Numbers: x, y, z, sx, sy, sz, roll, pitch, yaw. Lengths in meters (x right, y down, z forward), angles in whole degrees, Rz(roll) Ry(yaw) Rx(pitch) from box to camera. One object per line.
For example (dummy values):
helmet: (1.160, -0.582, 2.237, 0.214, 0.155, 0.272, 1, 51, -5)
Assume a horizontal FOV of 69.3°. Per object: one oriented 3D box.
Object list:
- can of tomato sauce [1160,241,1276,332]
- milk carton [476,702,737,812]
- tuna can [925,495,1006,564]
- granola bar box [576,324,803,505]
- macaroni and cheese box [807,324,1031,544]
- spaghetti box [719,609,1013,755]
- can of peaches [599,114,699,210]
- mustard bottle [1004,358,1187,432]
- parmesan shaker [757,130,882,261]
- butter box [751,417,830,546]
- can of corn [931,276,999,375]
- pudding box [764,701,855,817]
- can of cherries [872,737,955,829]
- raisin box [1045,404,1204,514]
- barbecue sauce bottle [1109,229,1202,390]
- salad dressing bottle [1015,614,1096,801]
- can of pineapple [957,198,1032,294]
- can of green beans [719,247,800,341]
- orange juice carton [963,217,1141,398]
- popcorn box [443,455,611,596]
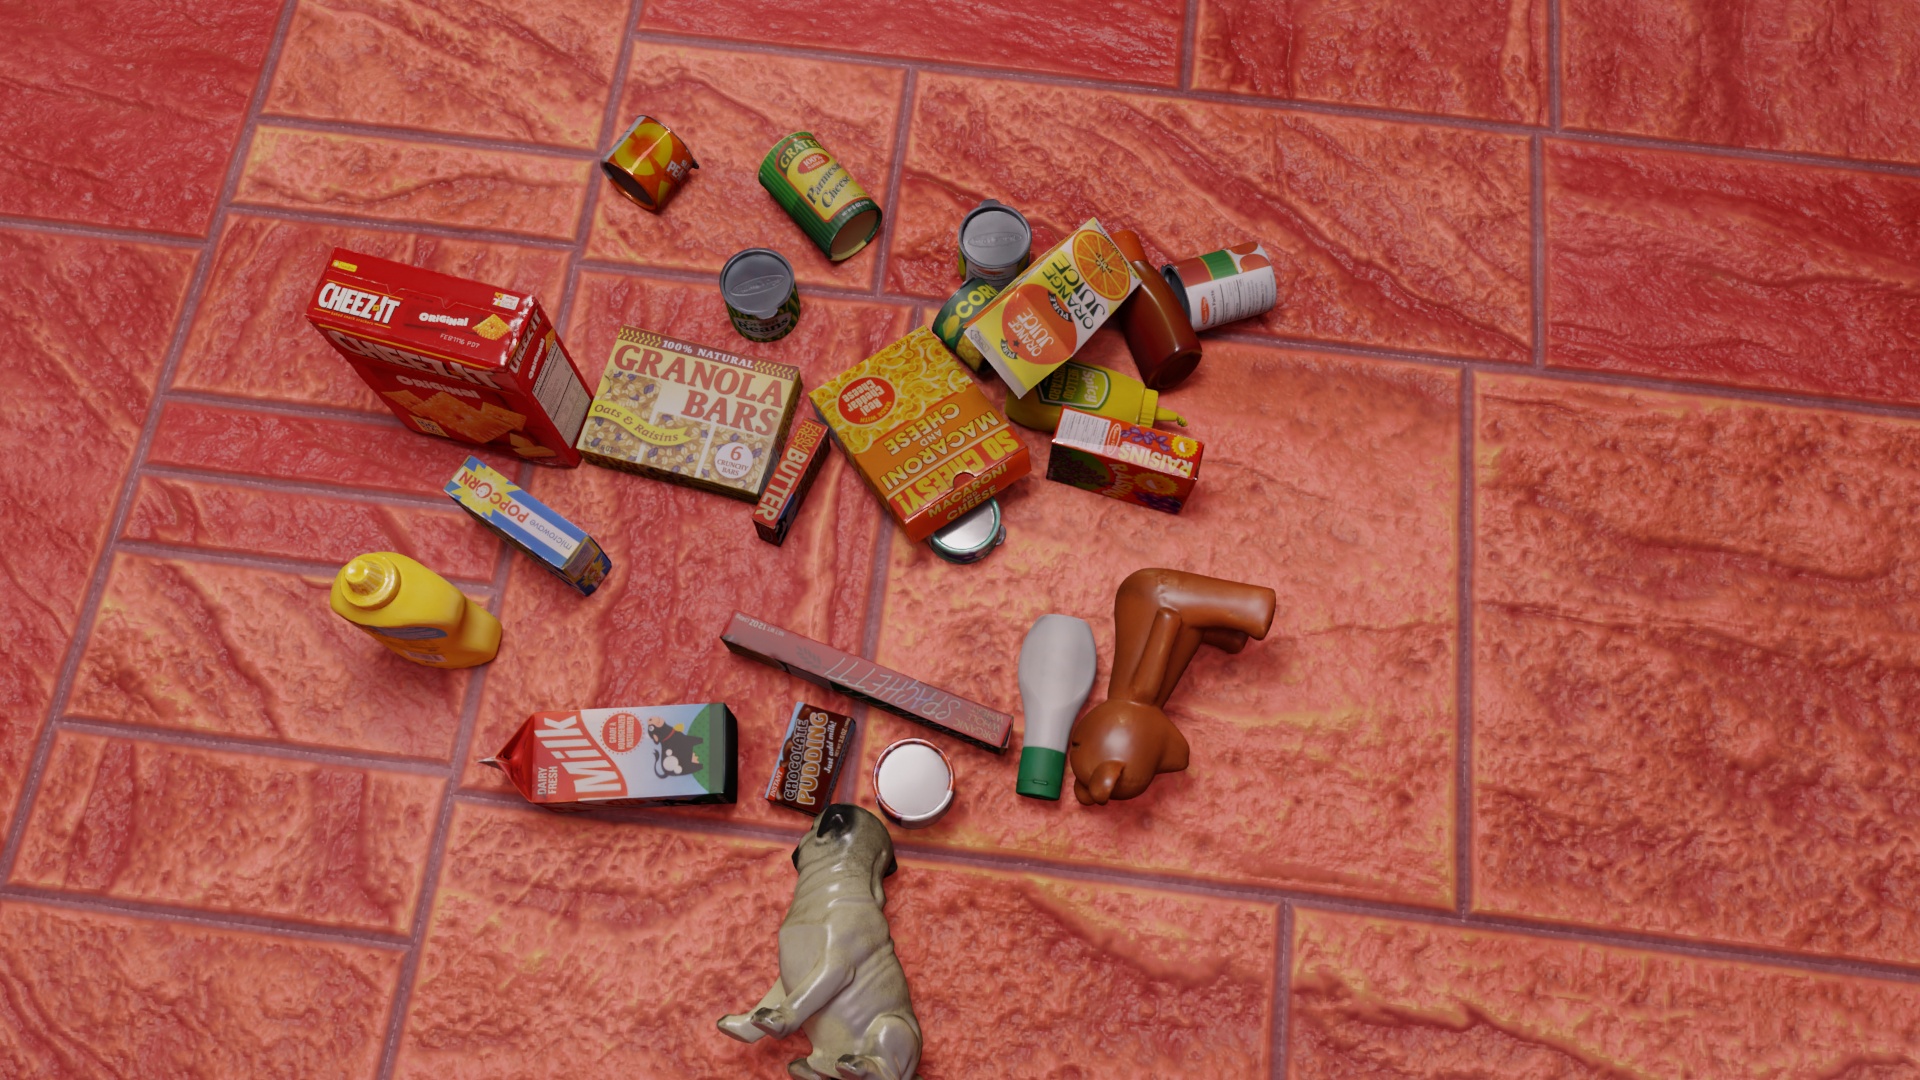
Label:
can of tomato sauce: (0.231, -0.227, 1.244, 0.083, 0.071, 0.071, -17, 73, -6)
milk carton: (-0.277, 0.174, 1.103, 0.191, 0.072, 0.073, -3, 72, -1)
tuna can: (0.004, -0.015, 1.189, 0.071, 0.032, 0.071, 0, 72, 0)
granola bar box: (-0.235, -0.110, 1.215, 0.166, 0.039, 0.124, 14, 72, 4)
macaroni and cheese box: (-0.036, -0.094, 1.189, 0.124, 0.040, 0.167, -32, 59, -10)
spaghetti box: (-0.075, 0.117, 1.136, 0.250, 0.050, 0.029, 20, 74, 6)
can of peaches: (-0.287, -0.346, 1.279, 0.071, 0.071, 0.058, 33, 75, 10)
mustard bottle: (0.121, -0.122, 1.216, 0.160, 0.048, 0.065, 11, 68, 3)
parmesan shaker: (-0.126, -0.316, 1.271, 0.071, 0.071, 0.103, -39, 76, -12)
butter box: (-0.144, -0.050, 1.189, 0.024, 0.053, 0.104, 24, 73, 5)
can of corn: (0.019, -0.190, 1.227, 0.071, 0.071, 0.058, -43, 78, -13)
pudding box: (-0.122, 0.178, 1.125, 0.050, 0.030, 0.084, 16, 72, 6)
can of cherries: (-0.039, 0.192, 1.106, 0.071, 0.058, 0.071, 0, 72, -1)
raisin box: (0.138, -0.067, 1.179, 0.123, 0.086, 0.040, 15, 71, 5)
barbecue sauce bottle: (0.166, -0.210, 1.242, 0.044, 0.064, 0.149, -4, 61, -28)
salad dressing bottle: (0.074, 0.136, 1.134, 0.064, 0.044, 0.148, 10, 73, 2)
can of pineapple: (0.031, -0.263, 1.258, 0.071, 0.057, 0.071, 0, 72, -1)
can of green beans: (-0.178, -0.219, 1.242, 0.071, 0.057, 0.071, 0, 72, 0)
orange juice carton: (0.071, -0.191, 1.166, 0.071, 0.072, 0.194, 51, 45, -10)
popcorn box: (-0.358, -0.011, 1.157, 0.127, 0.085, 0.038, 33, 76, 9)
